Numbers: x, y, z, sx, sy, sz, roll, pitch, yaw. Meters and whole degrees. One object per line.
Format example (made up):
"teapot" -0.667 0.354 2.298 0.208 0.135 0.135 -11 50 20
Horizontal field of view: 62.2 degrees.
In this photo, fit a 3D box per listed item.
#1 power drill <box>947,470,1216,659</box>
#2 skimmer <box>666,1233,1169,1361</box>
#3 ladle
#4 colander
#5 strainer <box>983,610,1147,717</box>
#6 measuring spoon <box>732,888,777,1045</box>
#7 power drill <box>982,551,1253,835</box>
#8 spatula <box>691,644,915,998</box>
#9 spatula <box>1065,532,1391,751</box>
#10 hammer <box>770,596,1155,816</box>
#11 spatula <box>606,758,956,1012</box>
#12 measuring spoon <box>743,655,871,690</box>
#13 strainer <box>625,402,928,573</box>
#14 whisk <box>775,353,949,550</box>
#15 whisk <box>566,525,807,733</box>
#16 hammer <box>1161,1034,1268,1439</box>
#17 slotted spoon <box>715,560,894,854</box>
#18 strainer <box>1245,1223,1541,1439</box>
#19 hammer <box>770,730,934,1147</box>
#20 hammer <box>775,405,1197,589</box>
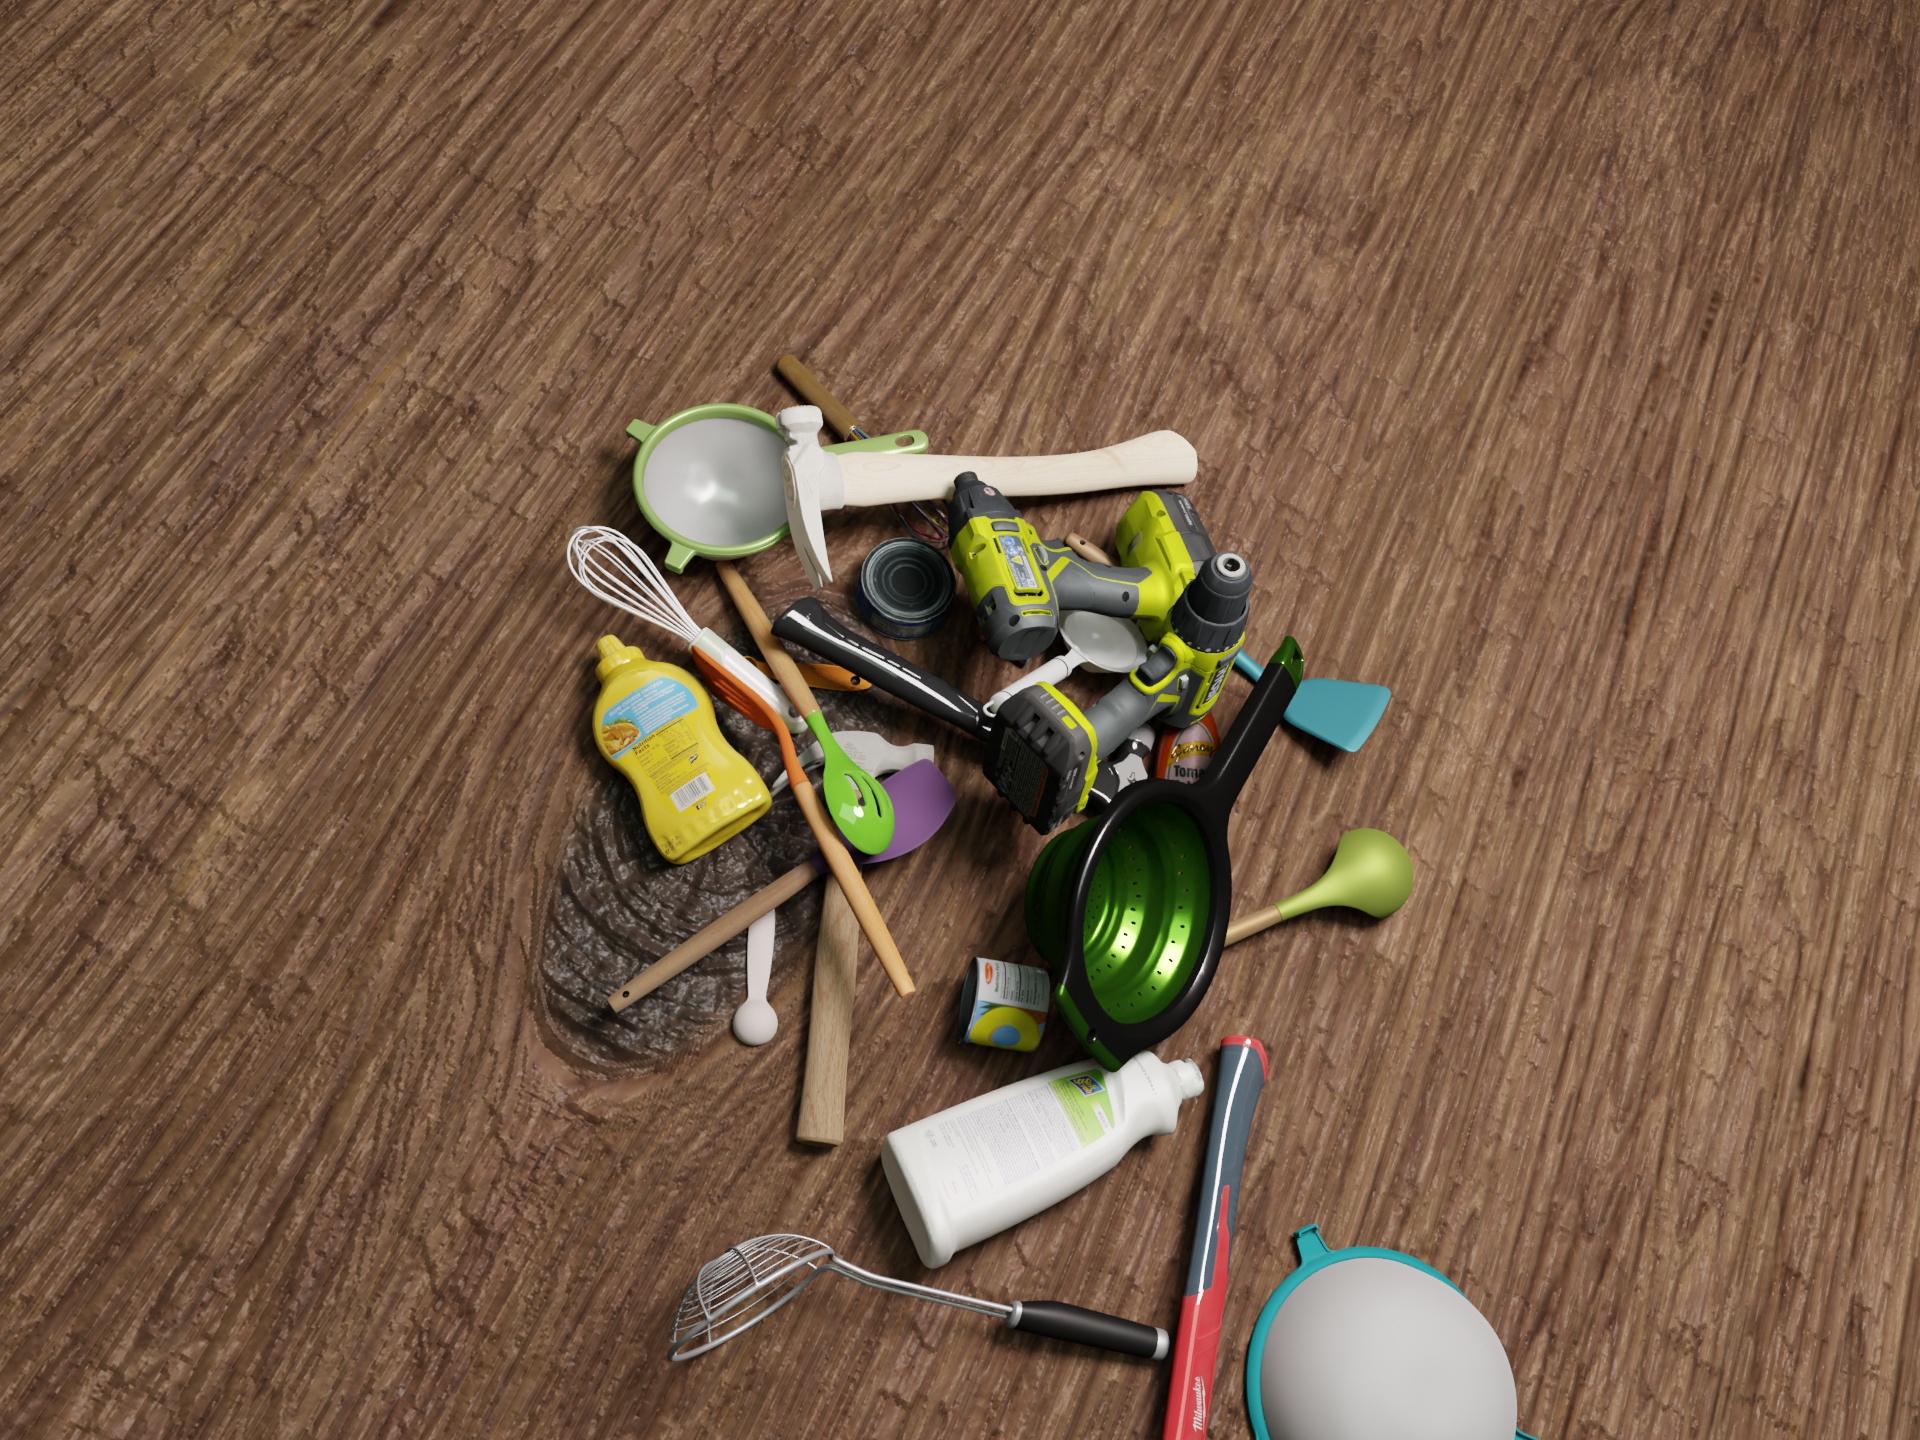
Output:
"power drill" 0.100 -0.135 1.332 0.223 0.080 0.171 -2 58 -30
"skimmer" -0.021 0.433 1.114 0.363 0.127 0.090 17 47 -13
"ladle" 0.235 0.171 1.315 0.320 0.062 0.078 -21 80 -12
"colander" 0.157 0.082 1.263 0.397 0.094 0.204 -56 131 -27
"strainer" 0.085 -0.046 1.327 0.087 0.050 0.258 41 35 13
"measuring spoon" -0.155 0.188 1.230 0.034 0.018 0.124 5 65 -10
"power drill" 0.133 -0.026 1.239 0.228 0.190 0.080 -35 68 -24
"spatula" -0.120 0.075 1.219 0.041 0.081 0.323 -26 67 -10
"spatula" 0.228 -0.079 1.413 0.317 0.044 0.082 35 60 6
"hammer" -0.002 -0.004 1.305 0.334 0.035 0.146 28 59 -9
"spatula" -0.133 0.130 1.225 0.316 0.018 0.060 -33 77 -20
"measuring spoon" -0.132 -0.038 1.339 0.117 0.011 0.021 6 82 -13
"strainer" -0.152 -0.203 1.369 0.256 0.069 0.152 -14 67 -16
"whisk" -0.081 -0.241 1.424 0.245 0.051 0.047 47 45 14
"whisk" -0.220 -0.072 1.296 0.246 0.059 0.058 40 53 -8
"hammer" 0.170 0.413 1.168 0.143 0.038 0.387 32 57 -29
"slotted spoon" -0.131 -0.022 1.283 0.070 0.031 0.314 10 39 -50
"strainer" 0.381 0.516 1.160 0.340 0.095 0.211 23 64 0
"hammer" -0.098 0.163 1.246 0.130 0.031 0.332 8 66 -9
"hammer" 0.039 -0.203 1.383 0.410 0.038 0.146 -8 87 -30
